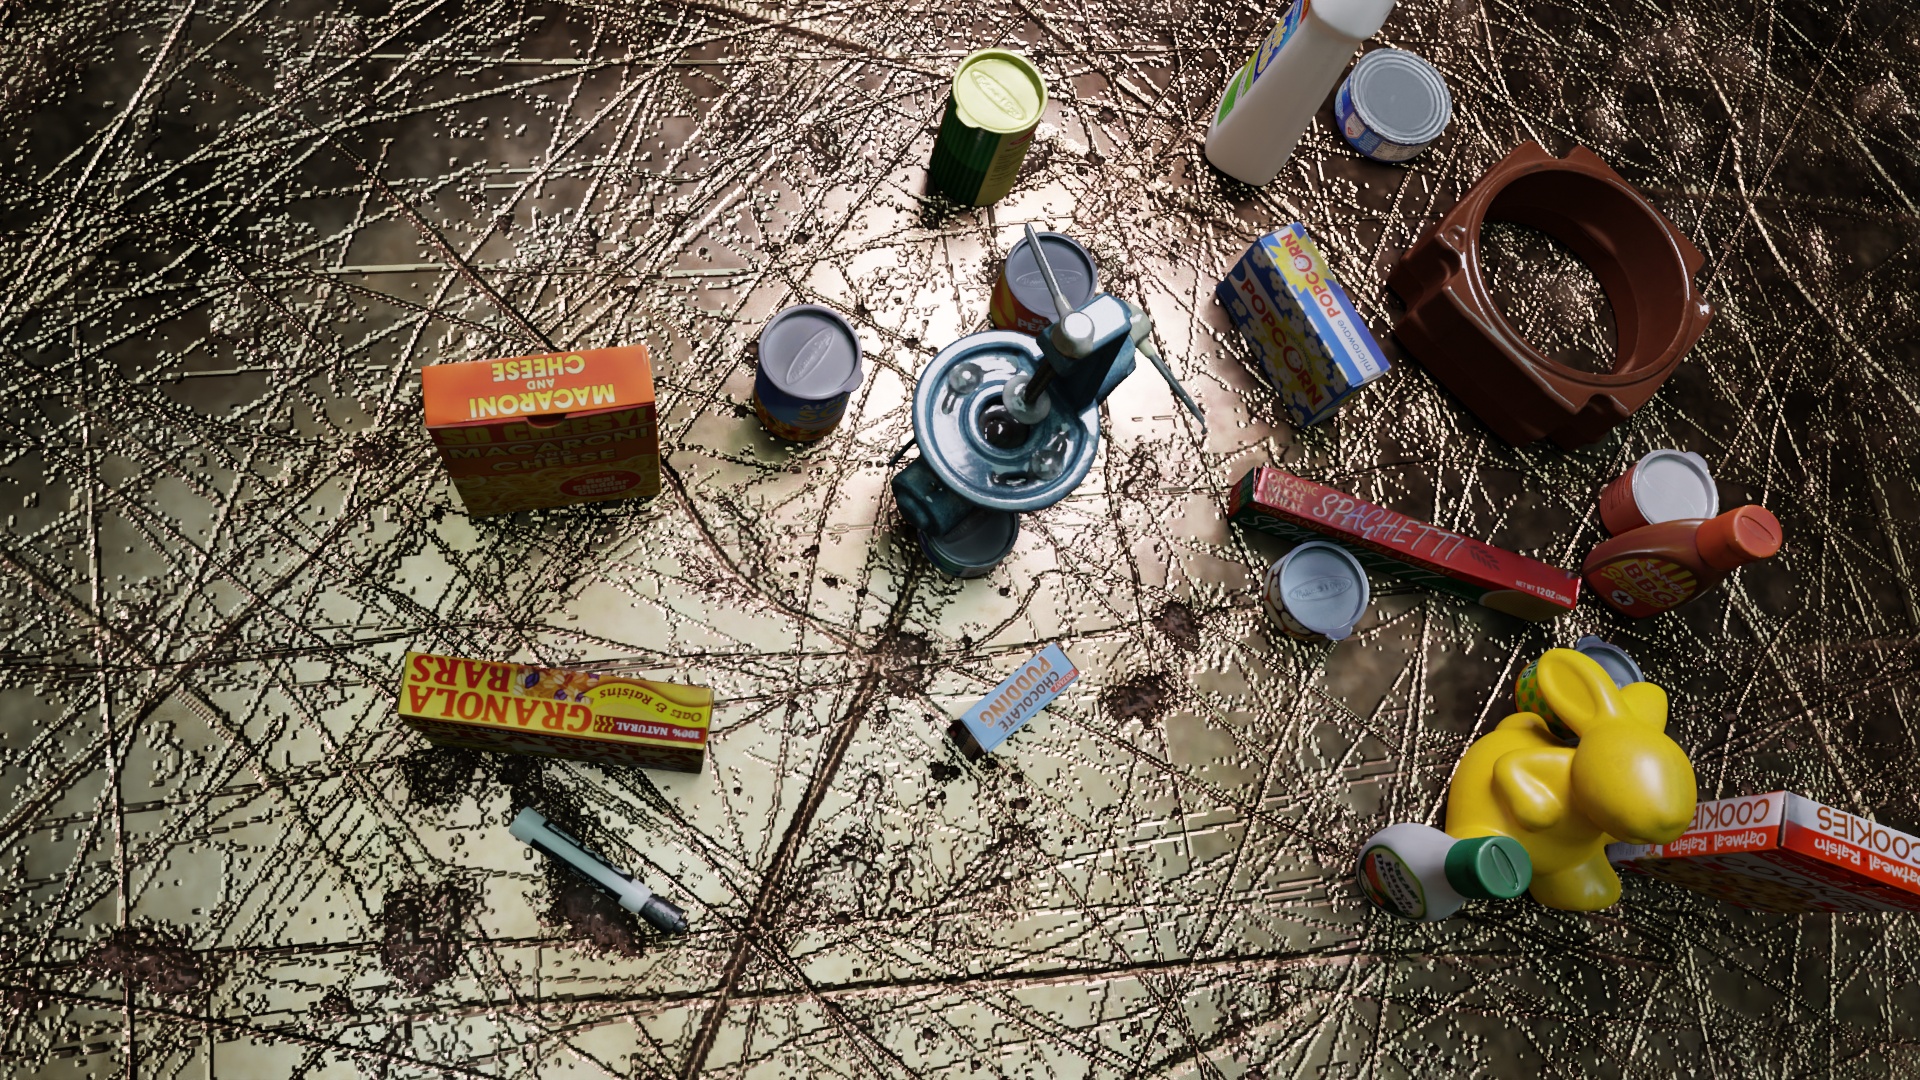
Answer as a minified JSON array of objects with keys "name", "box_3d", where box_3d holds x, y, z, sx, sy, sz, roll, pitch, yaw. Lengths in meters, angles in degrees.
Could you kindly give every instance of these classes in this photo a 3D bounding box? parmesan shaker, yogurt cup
[{"name":"parmesan shaker","box_3d":[0.016,-0.290,0.987,0.071,0.102,0.071,3,74,-10]},{"name":"yogurt cup","box_3d":[0.517,-0.028,1.035,0.072,0.053,0.072,3,74,-10]}]

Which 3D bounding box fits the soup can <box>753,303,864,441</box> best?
[{"name":"soup can","box_3d":[-0.101,-0.107,0.920,0.071,0.083,0.071,3,74,-10]}]

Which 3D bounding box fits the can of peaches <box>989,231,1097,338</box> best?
[{"name":"can of peaches","box_3d":[0.058,-0.174,0.985,0.071,0.058,0.071,3,74,-10]}]

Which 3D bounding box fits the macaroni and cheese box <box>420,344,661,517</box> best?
[{"name":"macaroni and cheese box","box_3d":[-0.244,-0.062,0.835,0.124,0.166,0.040,-8,76,-13]}]

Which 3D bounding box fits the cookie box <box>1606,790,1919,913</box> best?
[{"name":"cookie box","box_3d":[0.530,0.208,0.909,0.123,0.167,0.040,19,72,-5]}]

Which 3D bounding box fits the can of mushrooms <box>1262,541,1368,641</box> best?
[{"name":"can of mushrooms","box_3d":[0.249,0.039,0.973,0.071,0.033,0.071,3,74,-10]}]

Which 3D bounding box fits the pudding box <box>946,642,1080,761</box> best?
[{"name":"pudding box","box_3d":[0.034,0.106,0.903,0.084,0.049,0.030,-37,84,-18]}]

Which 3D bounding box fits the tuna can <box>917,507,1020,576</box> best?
[{"name":"tuna can","box_3d":[0.003,-0.012,0.940,0.071,0.032,0.071,3,74,-10]}]

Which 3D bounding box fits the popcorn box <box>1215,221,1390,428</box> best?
[{"name":"popcorn box","box_3d":[0.245,-0.153,1.002,0.038,0.085,0.127,-27,81,-17]}]

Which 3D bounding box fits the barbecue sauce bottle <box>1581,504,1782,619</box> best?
[{"name":"barbecue sauce bottle","box_3d":[0.505,0.013,0.971,0.065,0.148,0.044,40,71,2]}]

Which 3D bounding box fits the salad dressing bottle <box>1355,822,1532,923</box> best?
[{"name":"salad dressing bottle","box_3d":[0.302,0.208,0.874,0.044,0.147,0.064,-22,80,-16]}]

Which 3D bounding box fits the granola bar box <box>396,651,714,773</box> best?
[{"name":"granola bar box","box_3d":[-0.230,0.104,0.811,0.166,0.124,0.039,8,73,-9]}]

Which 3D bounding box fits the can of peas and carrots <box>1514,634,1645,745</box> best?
[{"name":"can of peas and carrots","box_3d":[0.434,0.106,0.977,0.071,0.058,0.071,3,74,-10]}]

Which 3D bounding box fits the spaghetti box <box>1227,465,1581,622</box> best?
[{"name":"spaghetti box","box_3d":[0.313,0.004,0.988,0.250,0.050,0.029,18,72,-6]}]
